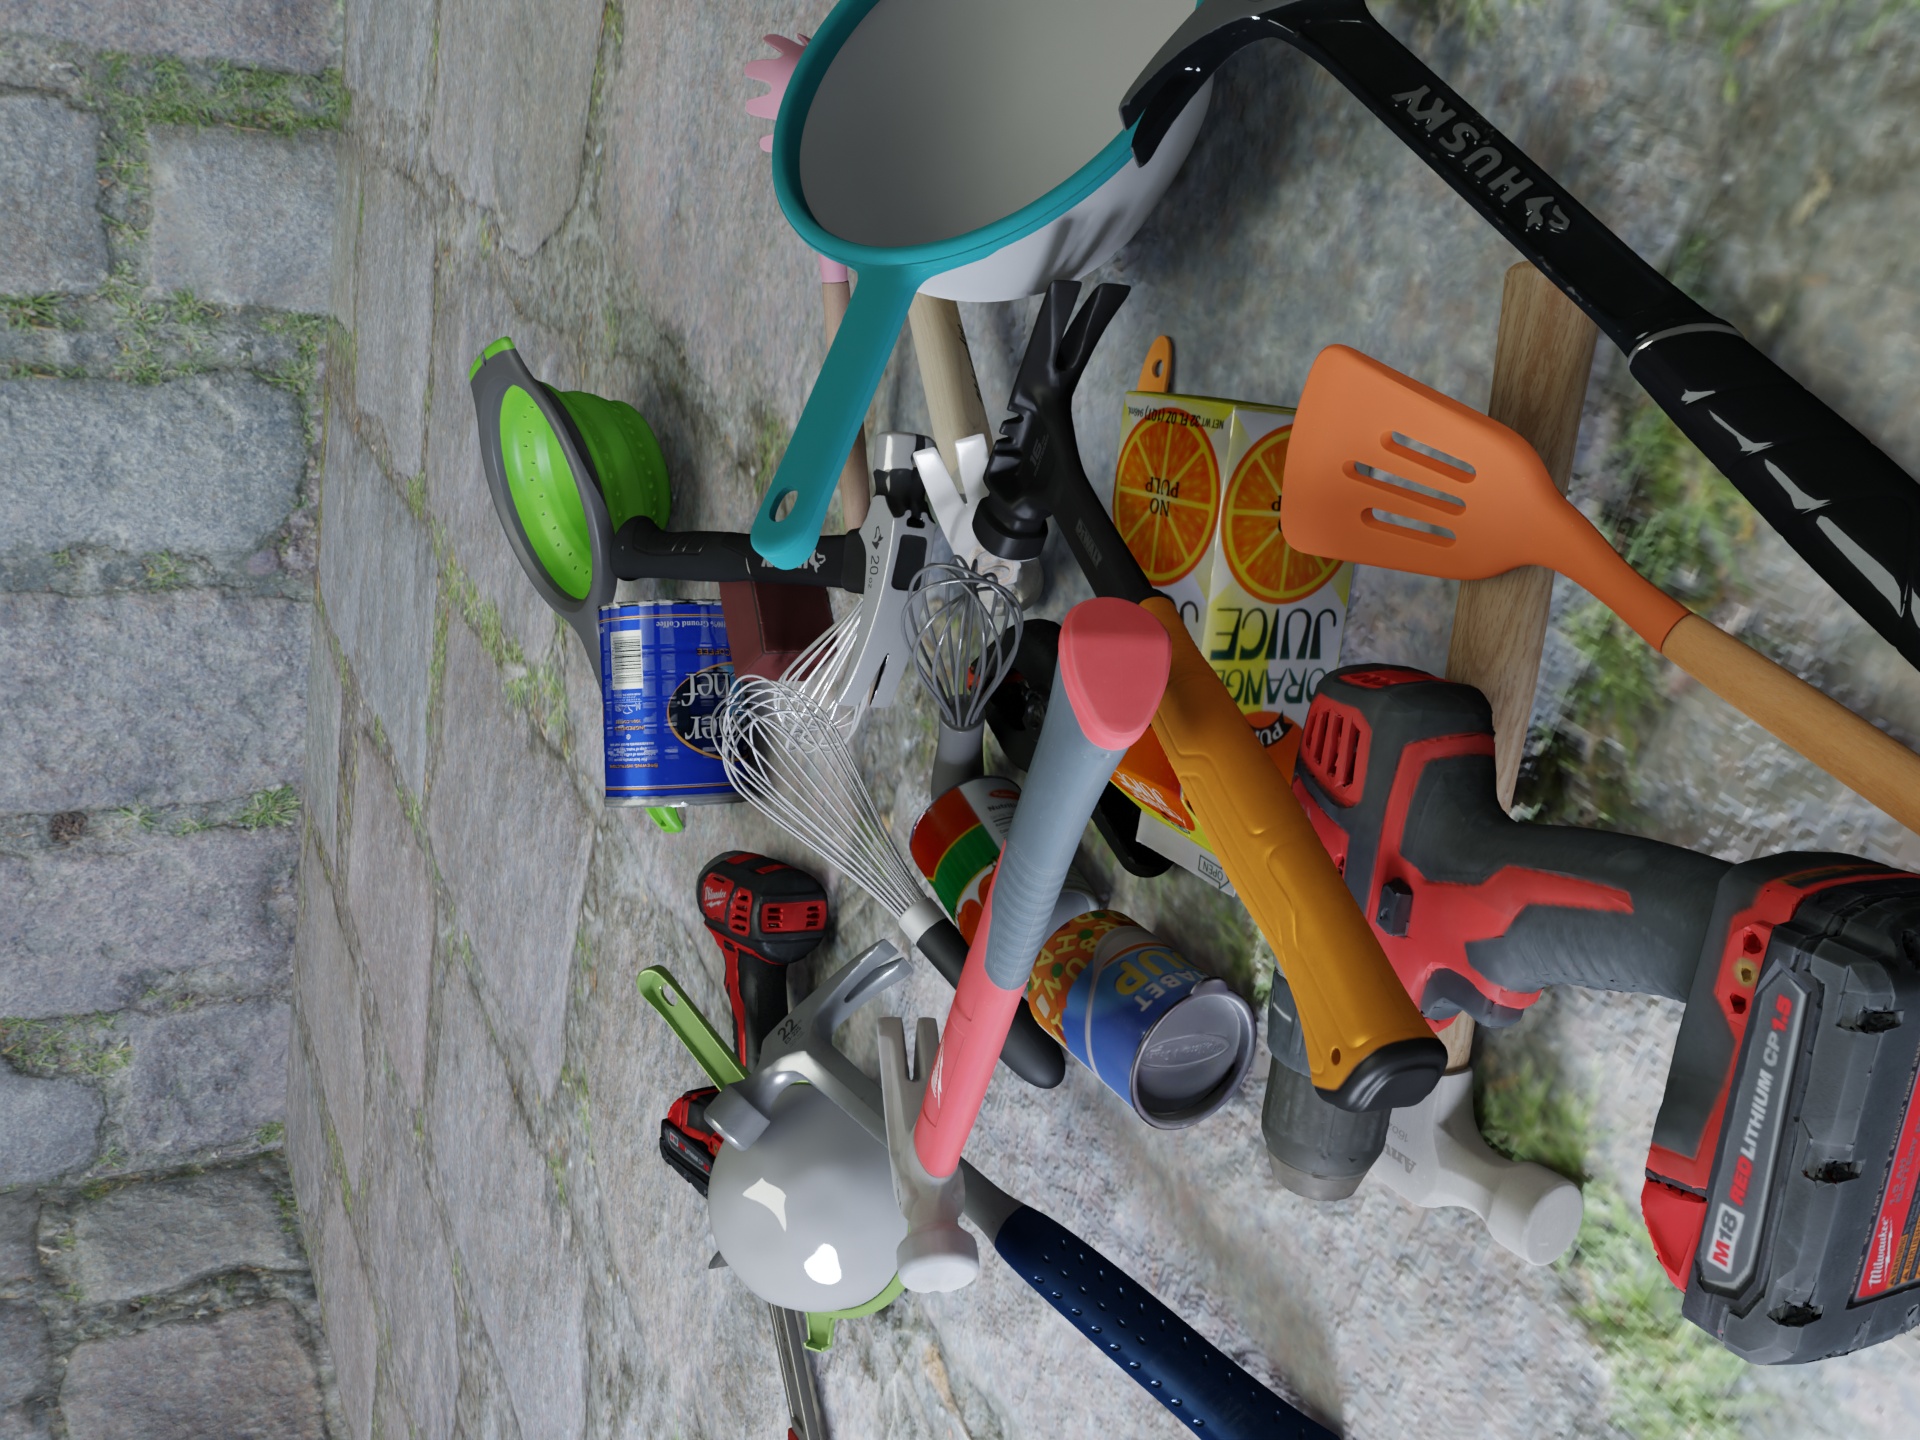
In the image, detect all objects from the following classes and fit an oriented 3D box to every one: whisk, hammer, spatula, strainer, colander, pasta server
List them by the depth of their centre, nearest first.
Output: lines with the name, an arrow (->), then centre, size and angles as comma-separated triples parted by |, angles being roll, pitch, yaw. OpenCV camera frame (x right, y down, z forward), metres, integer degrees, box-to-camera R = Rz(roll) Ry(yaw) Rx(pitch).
spatula -> 0.217, -0.007, 0.450 | 0.323, 0.041, 0.081 | 46, 148, 36
hammer -> 0.196, -0.119, 0.470 | 0.149, 0.036, 0.409 | -34, 60, 5
hammer -> 0.079, -0.017, 0.554 | 0.337, 0.034, 0.127 | -112, 30, -41
hammer -> 0.180, 0.010, 0.559 | 0.130, 0.031, 0.331 | 22, 110, 56
hammer -> 0.013, 0.088, 0.656 | 0.386, 0.038, 0.143 | 105, 162, -46
strainer -> 0.006, -0.202, 0.682 | 0.211, 0.095, 0.340 | 12, 74, 35
whisk -> -0.002, -0.002, 0.780 | 0.238, 0.055, 0.055 | 92, 159, -58
hammer -> 0.022, 0.240, 0.785 | 0.144, 0.035, 0.406 | -49, 41, -13
hammer -> -0.026, -0.262, 0.822 | 0.146, 0.038, 0.411 | 59, -163, -66
whisk -> -0.039, 0.082, 0.846 | 0.285, 0.070, 0.070 | 48, 134, 20
pasta server -> -0.073, -0.224, 0.912 | 0.040, 0.060, 0.316 | 21, 122, 48
whisk -> -0.052, -0.067, 0.929 | 0.058, 0.059, 0.246 | 37, 128, 7
strainer -> -0.131, 0.249, 0.952 | 0.256, 0.069, 0.151 | 47, 116, 20
hammer -> -0.128, -0.093, 0.964 | 0.335, 0.035, 0.146 | 9, 94, 52
hammer -> -0.096, 0.513, 1.039 | 0.149, 0.036, 0.359 | -44, 55, 51
colander -> -0.264, -0.109, 1.249 | 0.204, 0.094, 0.397 | -7, 103, 58

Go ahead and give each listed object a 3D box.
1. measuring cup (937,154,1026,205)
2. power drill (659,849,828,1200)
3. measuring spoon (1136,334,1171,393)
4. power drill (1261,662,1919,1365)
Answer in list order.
measuring cup -> 0.005, -0.297, 0.822 | 0.157, 0.062, 0.029 | -110, 24, -45
power drill -> -0.146, 0.198, 1.069 | 0.143, 0.078, 0.219 | 10, 98, 58
measuring spoon -> 0.085, -0.118, 0.732 | 0.021, 0.011, 0.117 | 28, 112, 55
power drill -> 0.173, 0.096, 0.475 | 0.227, 0.080, 0.188 | 29, 115, 57
